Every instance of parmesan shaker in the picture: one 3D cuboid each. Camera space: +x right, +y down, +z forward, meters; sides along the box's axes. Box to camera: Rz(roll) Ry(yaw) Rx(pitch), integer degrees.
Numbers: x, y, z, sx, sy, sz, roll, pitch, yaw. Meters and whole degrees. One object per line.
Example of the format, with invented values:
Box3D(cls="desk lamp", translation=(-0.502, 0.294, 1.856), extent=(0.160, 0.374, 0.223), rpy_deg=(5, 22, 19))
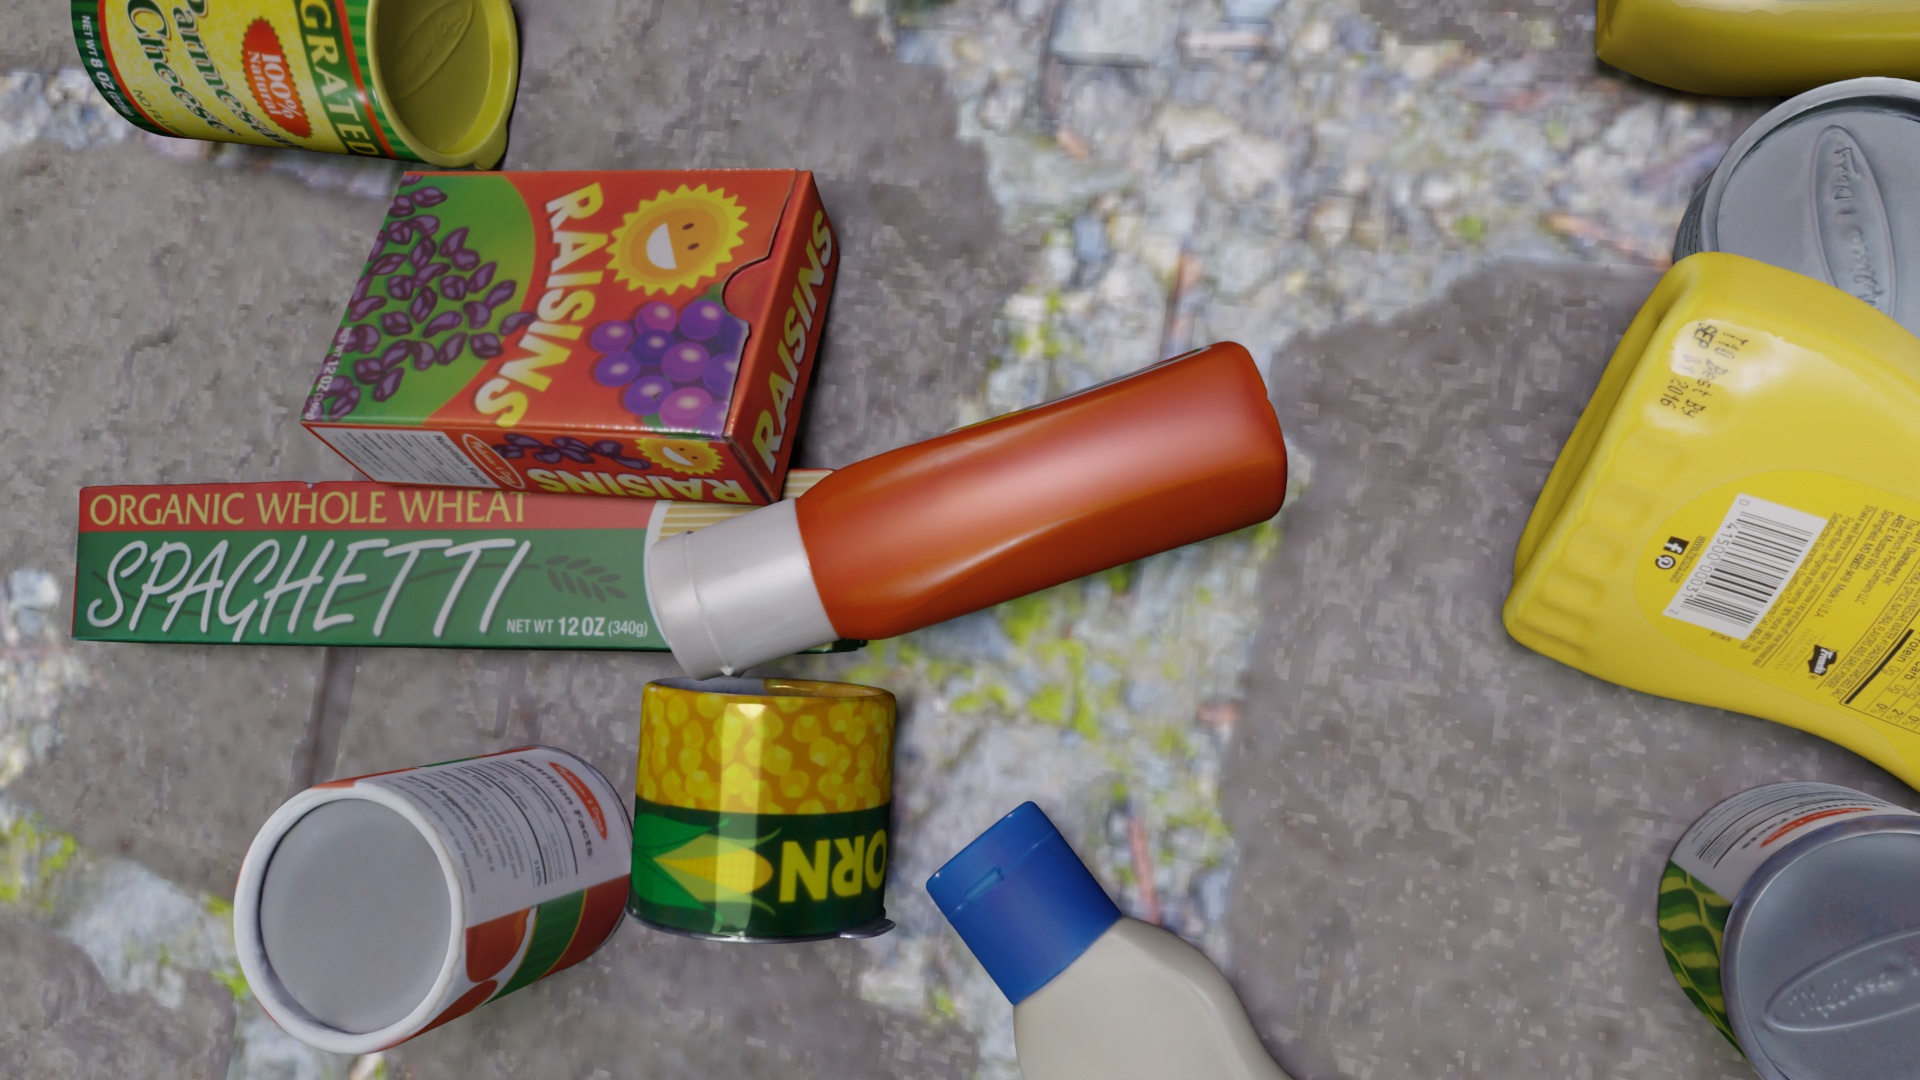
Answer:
Box3D(cls="parmesan shaker", translation=(-0.193, -0.145, 0.408), extent=(0.103, 0.071, 0.071), rpy_deg=(9, 89, 15))

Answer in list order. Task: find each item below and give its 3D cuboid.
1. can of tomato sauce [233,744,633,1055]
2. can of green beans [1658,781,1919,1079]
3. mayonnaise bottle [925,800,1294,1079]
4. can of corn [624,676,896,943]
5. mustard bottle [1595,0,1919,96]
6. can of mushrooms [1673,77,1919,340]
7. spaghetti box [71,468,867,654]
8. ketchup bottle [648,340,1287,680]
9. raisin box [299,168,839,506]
Box3D(cls="can of tomato sauce", translation=(-0.137, 0.093, 0.370), extent=(0.071, 0.083, 0.071), rpy_deg=(-1, 87, 14))
Box3D(cls="can of green beans", translation=(0.192, 0.088, 0.299), extent=(0.071, 0.058, 0.071), rpy_deg=(-1, 87, 14))
Box3D(cls="mayonnaise bottle", translation=(0.050, 0.133, 0.342), extent=(0.064, 0.041, 0.148), rpy_deg=(-41, 77, 10))
Box3D(cls="can of corn", translation=(-0.048, 0.067, 0.357), extent=(0.071, 0.071, 0.058), rpy_deg=(3, 87, 15))
Box3D(cls="mustard bottle", translation=(0.230, -0.132, 0.306), extent=(0.160, 0.049, 0.065), rpy_deg=(6, 87, 15))
Box3D(cls="can of mushrooms", translation=(0.204, -0.068, 0.317), extent=(0.071, 0.033, 0.071), rpy_deg=(-1, 86, 15))
Box3D(cls="spaghetti box", translation=(-0.149, 0.007, 0.406), extent=(0.250, 0.028, 0.050), rpy_deg=(0, 86, 14))
Box3D(cls="ketchup bottle", translation=(0.001, -0.004, 0.337), extent=(0.149, 0.064, 0.043), rpy_deg=(-18, 79, 1))
Box3D(cls="raisin box", translation=(-0.103, -0.057, 0.377), extent=(0.123, 0.040, 0.086), rpy_deg=(4, 63, 14))
